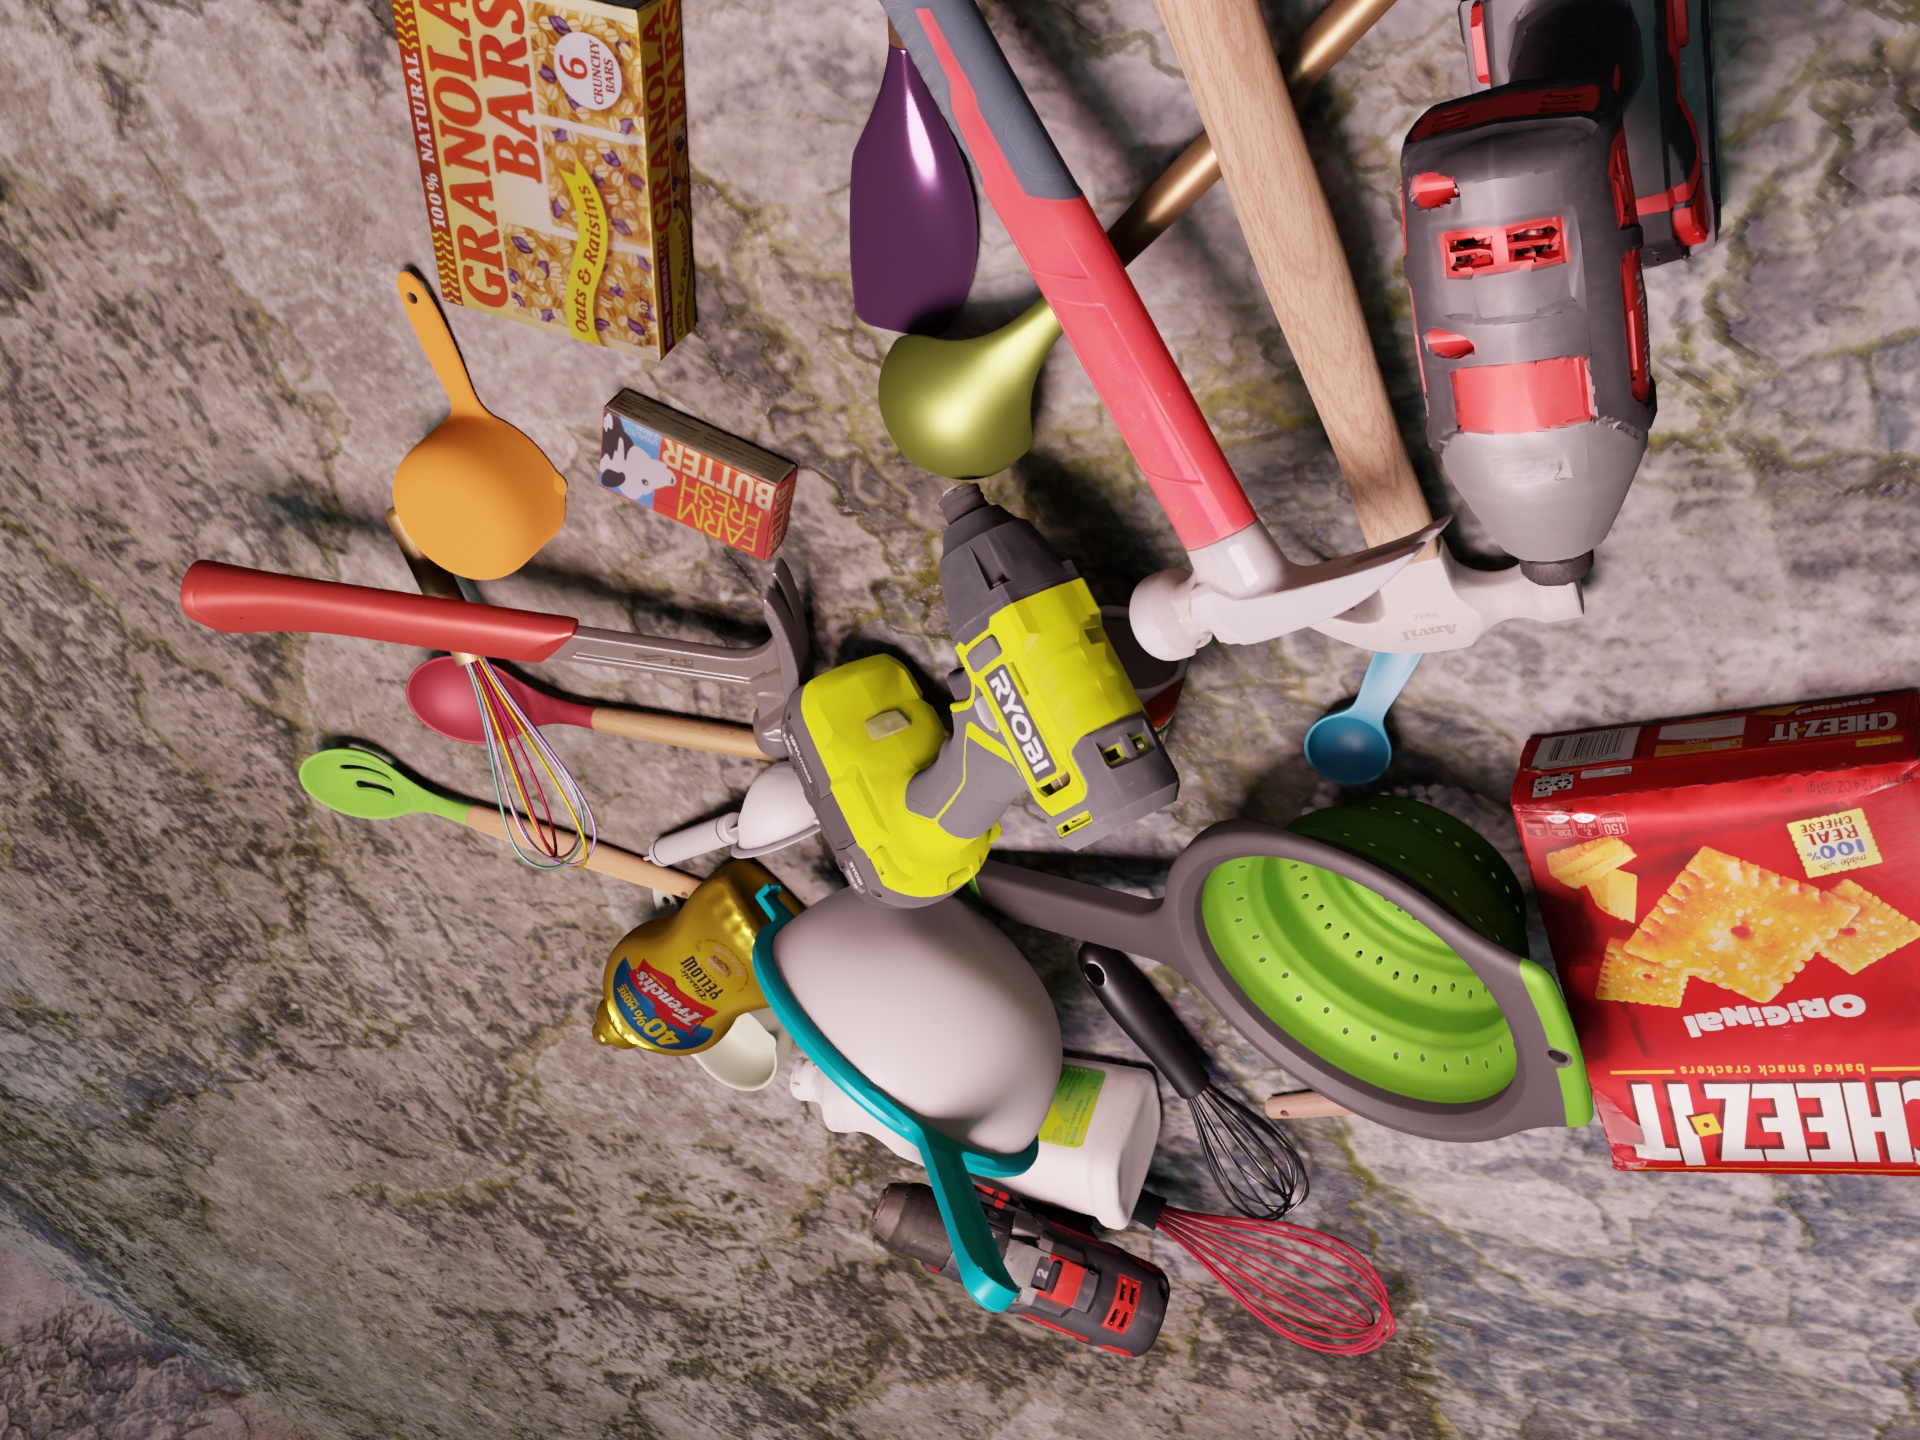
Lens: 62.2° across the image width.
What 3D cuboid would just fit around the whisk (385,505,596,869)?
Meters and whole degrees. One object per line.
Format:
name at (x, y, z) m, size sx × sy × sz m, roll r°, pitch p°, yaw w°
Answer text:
whisk at (-0.288, -0.016, 0.965) m, size 0.245 × 0.051 × 0.047 m, roll 67°, pitch 166°, yaw -12°

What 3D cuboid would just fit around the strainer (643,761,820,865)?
strainer at (-0.138, 0.064, 0.976) m, size 0.258 × 0.087 × 0.050 m, roll -21°, pitch 102°, yaw 52°

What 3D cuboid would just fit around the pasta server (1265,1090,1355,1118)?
pasta server at (0.307, 0.210, 0.892) m, size 0.316 × 0.040 × 0.060 m, roll -17°, pitch 107°, yaw 39°

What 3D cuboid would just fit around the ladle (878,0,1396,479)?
ladle at (0.074, -0.204, 0.646) m, size 0.078 × 0.062 × 0.320 m, roll 39°, pitch 129°, yaw -15°

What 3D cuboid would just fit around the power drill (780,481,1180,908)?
power drill at (-0.001, -0.003, 0.783) m, size 0.223 × 0.080 × 0.171 m, roll -36°, pitch 79°, yaw 56°

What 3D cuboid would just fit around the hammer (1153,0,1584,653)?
hammer at (0.141, -0.152, 0.622) m, size 0.130 × 0.031 × 0.331 m, roll -12°, pitch 129°, yaw 28°

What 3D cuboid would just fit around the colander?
colander at (0.154, 0.095, 0.847) m, size 0.397 × 0.094 × 0.204 m, roll 10°, pitch 136°, yaw 45°

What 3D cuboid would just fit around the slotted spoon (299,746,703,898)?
slotted spoon at (-0.318, 0.075, 1.111) m, size 0.314 × 0.031 × 0.070 m, roll 16°, pitch 135°, yaw 12°

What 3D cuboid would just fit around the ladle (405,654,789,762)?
ladle at (-0.203, 0.002, 0.983) m, size 0.315 × 0.031 × 0.069 m, roll 9°, pitch 128°, yaw 19°

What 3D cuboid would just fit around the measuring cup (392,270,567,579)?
measuring cup at (-0.280, -0.153, 0.862) m, size 0.095 × 0.052 × 0.173 m, roll 6°, pitch 134°, yaw 23°

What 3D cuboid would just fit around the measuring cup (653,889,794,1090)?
measuring cup at (-0.172, 0.183, 1.132) m, size 0.083 × 0.038 × 0.167 m, roll -15°, pitch 104°, yaw 32°

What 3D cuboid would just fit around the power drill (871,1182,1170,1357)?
power drill at (0.025, 0.349, 1.055) m, size 0.188 × 0.080 × 0.226 m, roll 22°, pitch 166°, yaw -2°

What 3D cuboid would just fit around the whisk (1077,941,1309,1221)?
whisk at (0.143, 0.227, 0.993) m, size 0.055 × 0.055 × 0.238 m, roll -23°, pitch 111°, yaw 40°

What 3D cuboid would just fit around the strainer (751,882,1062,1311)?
strainer at (0.001, 0.181, 0.877) m, size 0.210 × 0.341 × 0.095 m, roll 35°, pitch 98°, yaw -22°

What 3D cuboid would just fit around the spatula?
spatula at (-0.019, -0.291, 0.624) m, size 0.060 × 0.018 × 0.315 m, roll 13°, pitch 135°, yaw 12°

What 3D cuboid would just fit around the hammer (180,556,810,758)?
hammer at (-0.262, -0.055, 0.889) m, size 0.359 × 0.037 × 0.149 m, roll 9°, pitch 145°, yaw 5°

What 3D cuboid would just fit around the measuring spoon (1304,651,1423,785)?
measuring spoon at (0.202, -0.023, 0.756) m, size 0.042 × 0.021 × 0.128 m, roll 23°, pitch 127°, yaw 7°

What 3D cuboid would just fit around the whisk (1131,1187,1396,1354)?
whisk at (0.154, 0.346, 1.086) m, size 0.296 × 0.073 × 0.073 m, roll 21°, pitch 136°, yaw 19°

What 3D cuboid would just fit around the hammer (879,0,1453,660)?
hammer at (0.037, -0.202, 0.588) m, size 0.143 × 0.038 × 0.386 m, roll -17°, pitch 108°, yaw 52°

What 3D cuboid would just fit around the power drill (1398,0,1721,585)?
power drill at (0.188, -0.150, 0.495) m, size 0.078 × 0.220 × 0.143 m, roll -1°, pitch 128°, yaw 29°
